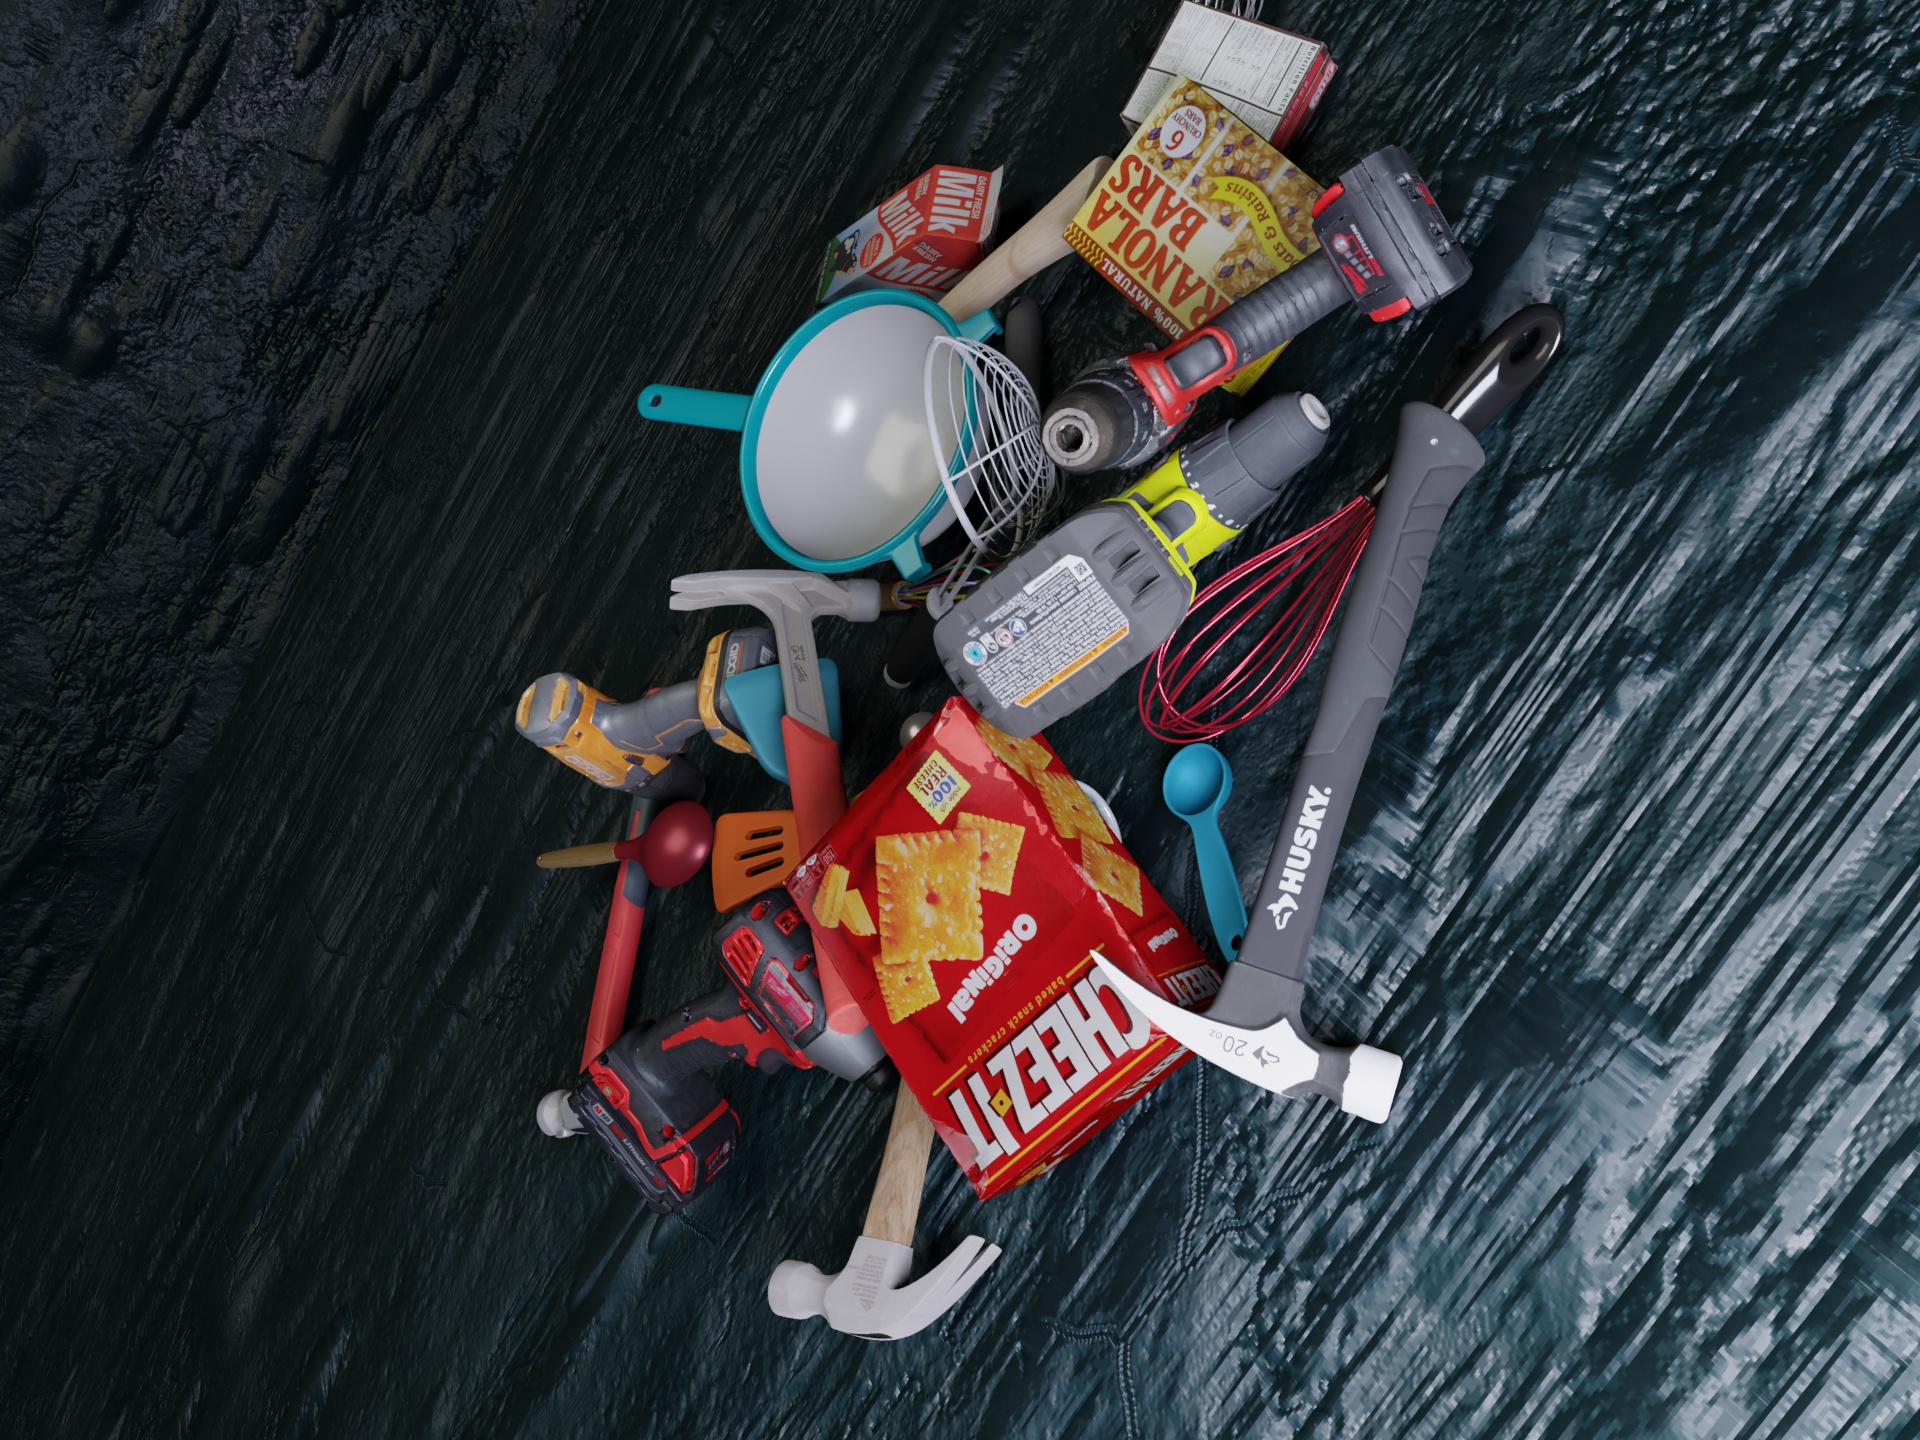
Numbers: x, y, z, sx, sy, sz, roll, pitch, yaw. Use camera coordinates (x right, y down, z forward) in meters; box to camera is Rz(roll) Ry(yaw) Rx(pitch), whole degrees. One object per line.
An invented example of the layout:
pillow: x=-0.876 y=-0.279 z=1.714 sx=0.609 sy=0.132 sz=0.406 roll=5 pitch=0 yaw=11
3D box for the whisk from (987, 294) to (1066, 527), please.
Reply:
whisk: x=0.046 y=-0.224 z=1.122 sx=0.055 sy=0.055 sz=0.239 roll=-35 pitch=40 yaw=37

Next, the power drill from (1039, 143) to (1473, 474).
power drill: x=0.147 y=-0.204 z=0.840 sx=0.226 sy=0.080 sz=0.188 roll=-30 pitch=5 yaw=26

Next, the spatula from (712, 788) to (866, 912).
spatula: x=-0.063 y=0.050 z=1.103 sx=0.322 sy=0.041 sz=0.081 roll=-31 pitch=51 yaw=38

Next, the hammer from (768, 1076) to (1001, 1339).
hammer: x=-0.015 y=0.191 z=0.938 sx=0.130 sy=0.031 sz=0.331 roll=-2 pitch=62 yaw=34

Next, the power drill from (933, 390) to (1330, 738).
power drill: x=0.098 y=-0.093 z=0.858 sx=0.190 sy=0.080 sz=0.228 roll=-36 pitch=4 yaw=35

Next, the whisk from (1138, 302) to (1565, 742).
whisk: x=0.200 y=-0.097 z=0.825 sx=0.296 sy=0.073 sz=0.073 roll=-48 pitch=37 yaw=15

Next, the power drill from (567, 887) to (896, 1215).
power drill: x=-0.144 y=0.221 z=1.038 sx=0.219 sy=0.143 sz=0.078 roll=-43 pitch=-5 yaw=28

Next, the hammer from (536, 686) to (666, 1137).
hammer: x=-0.267 y=0.145 z=1.322 sx=0.143 sy=0.038 sz=0.387 roll=-22 pitch=53 yaw=44

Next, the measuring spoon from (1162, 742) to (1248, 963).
measuring spoon: x=0.139 y=0.073 z=0.843 sx=0.042 sy=0.021 sz=0.129 roll=-31 pitch=55 yaw=35

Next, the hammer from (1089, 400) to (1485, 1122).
hammer: x=0.174 y=0.005 z=0.749 sx=0.146 sy=0.035 sz=0.335 roll=16 pitch=80 yaw=18

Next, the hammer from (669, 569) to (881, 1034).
hammer: x=-0.103 y=0.037 z=1.033 sx=0.036 sy=0.149 sz=0.359 roll=105 pitch=158 yaw=-48

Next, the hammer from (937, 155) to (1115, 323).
hammer: x=-0.013 y=-0.313 z=1.228 sx=0.410 sy=0.038 sz=0.146 roll=-28 pitch=47 yaw=50

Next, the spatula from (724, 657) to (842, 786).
spatula: x=-0.075 y=0.093 z=1.046 sx=0.044 sy=0.082 sz=0.318 roll=103 pitch=149 yaw=-49

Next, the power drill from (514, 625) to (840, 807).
power drill: x=-0.203 y=0.011 z=1.234 sx=0.226 sy=0.185 sz=0.084 roll=-11 pitch=59 yaw=28

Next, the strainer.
strainer: x=-0.104 y=-0.214 z=1.204 sx=0.340 sy=0.095 sz=0.211 roll=15 pitch=88 yaw=37

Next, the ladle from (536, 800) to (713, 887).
ladle: x=-0.289 y=0.108 z=1.315 sx=0.315 sy=0.031 sz=0.069 roll=-12 pitch=62 yaw=54

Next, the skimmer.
skimmer: x=-0.024 y=-0.100 z=0.979 sx=0.363 sy=0.090 sz=0.127 roll=127 pitch=141 yaw=-63

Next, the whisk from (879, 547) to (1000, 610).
whisk: x=-0.026 y=-0.091 z=1.149 sx=0.047 sy=0.051 sz=0.245 roll=-53 pitch=26 yaw=-19

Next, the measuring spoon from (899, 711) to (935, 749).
measuring spoon: x=-0.002 y=-0.003 z=1.072 sx=0.124 sy=0.018 sz=0.034 roll=-21 pitch=53 yaw=45

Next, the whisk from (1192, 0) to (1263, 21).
whisk: x=0.161 y=-0.413 z=1.085 sx=0.058 sy=0.059 sz=0.246 roll=8 pitch=79 yaw=26
